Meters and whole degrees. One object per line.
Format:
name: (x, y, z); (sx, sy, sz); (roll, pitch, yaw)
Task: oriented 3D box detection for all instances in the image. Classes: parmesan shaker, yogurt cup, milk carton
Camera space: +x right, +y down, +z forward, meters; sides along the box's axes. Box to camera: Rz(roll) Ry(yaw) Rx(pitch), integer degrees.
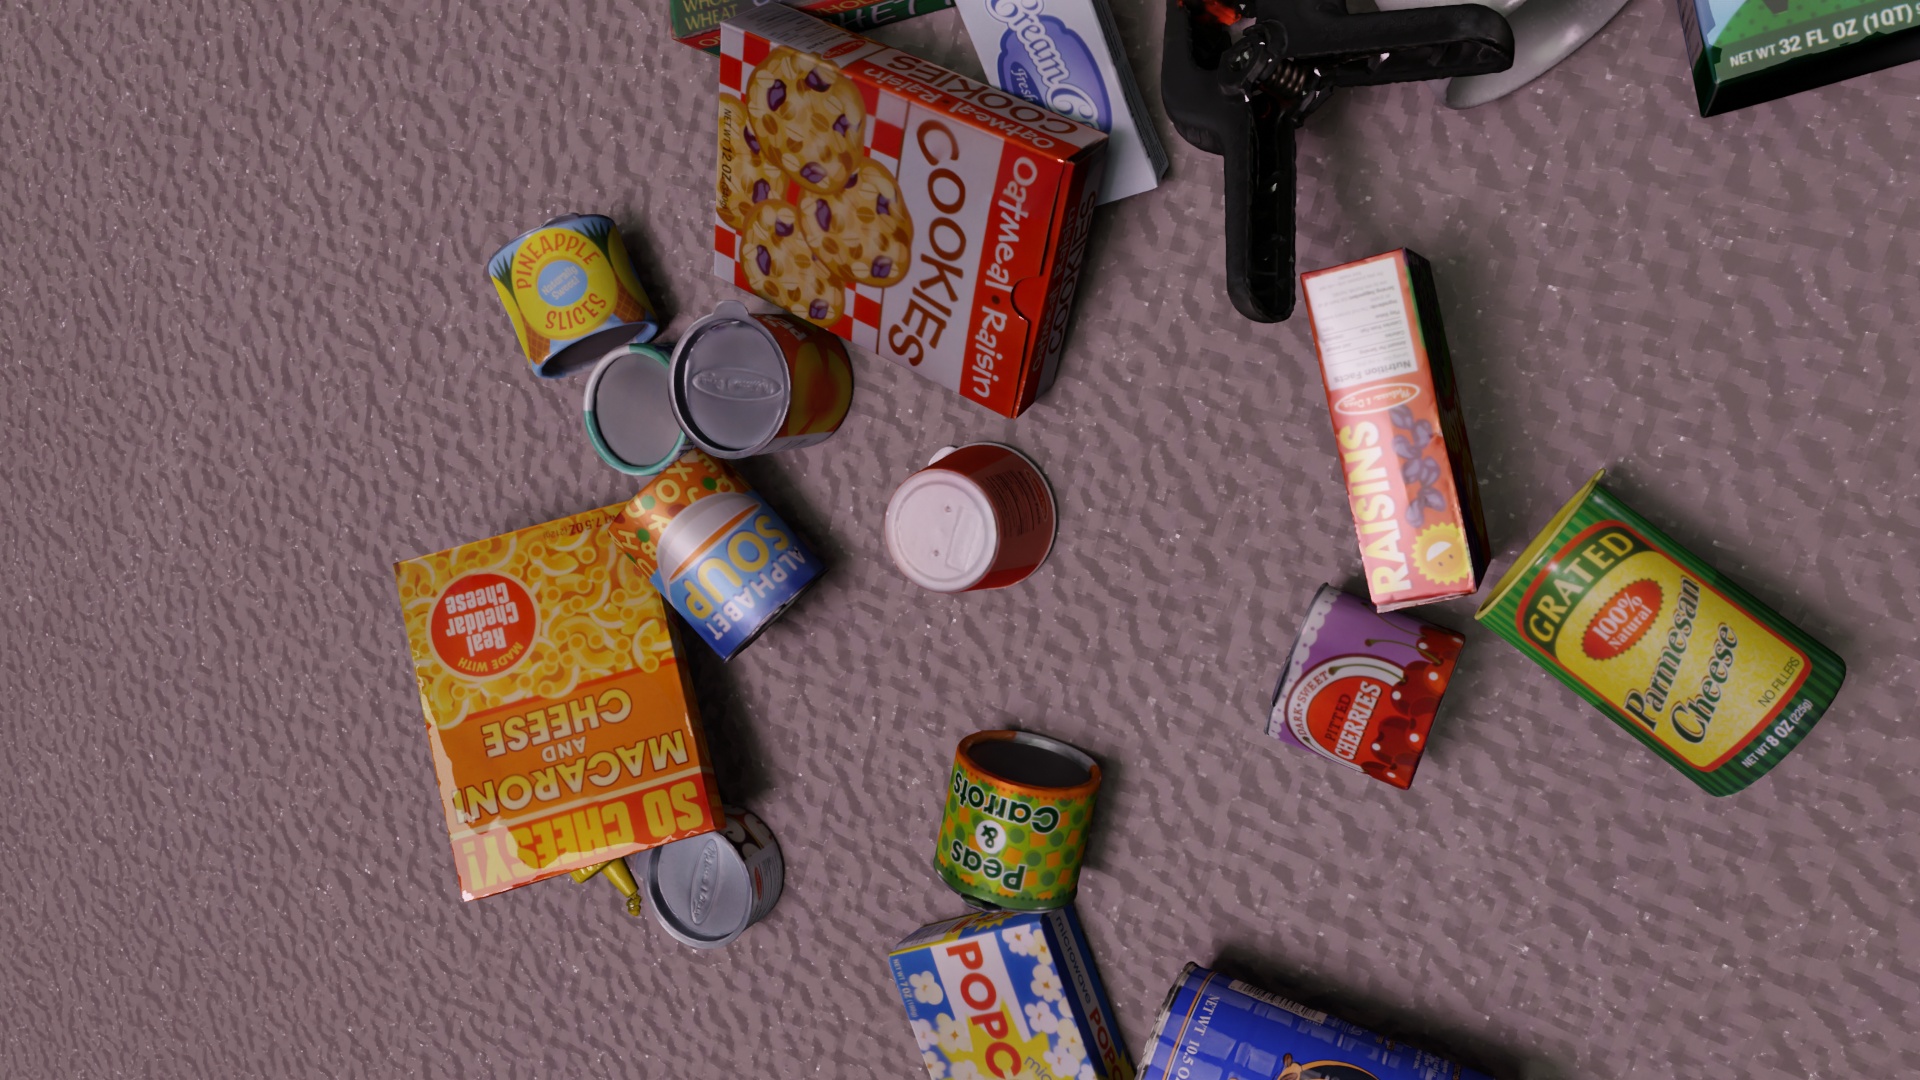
parmesan shaker: (0.251, 0.033, 0.500); (0.103, 0.071, 0.071); (40, 111, 15)
yogurt cup: (0.002, -0.008, 0.615); (0.072, 0.054, 0.072); (4, 100, 24)
milk carton: (0.263, -0.246, 0.452); (0.072, 0.073, 0.190); (-12, 92, 26)

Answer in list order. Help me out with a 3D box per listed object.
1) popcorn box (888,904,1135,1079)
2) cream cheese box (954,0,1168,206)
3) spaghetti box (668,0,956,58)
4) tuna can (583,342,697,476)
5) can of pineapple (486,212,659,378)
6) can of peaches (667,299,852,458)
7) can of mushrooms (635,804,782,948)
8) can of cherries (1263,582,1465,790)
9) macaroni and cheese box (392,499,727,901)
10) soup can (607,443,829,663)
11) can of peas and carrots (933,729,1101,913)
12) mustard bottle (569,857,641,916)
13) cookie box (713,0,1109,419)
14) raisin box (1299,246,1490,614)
popcorn box: (0.029, 0.236, 0.645); (0.085, 0.038, 0.126); (-21, 88, 25)
cream cheese box: (0.042, -0.186, 0.563); (0.053, 0.024, 0.103); (-12, 122, 27)
spaghetti box: (-0.010, -0.247, 0.590); (0.250, 0.050, 0.028); (-4, 94, 25)
tuna can: (-0.150, -0.063, 0.689); (0.071, 0.033, 0.071); (4, 98, 25)
can of pineapple: (-0.189, -0.119, 0.679); (0.071, 0.071, 0.058); (-26, 87, 25)
can of peaches: (-0.092, -0.075, 0.647); (0.071, 0.058, 0.071); (4, 98, 25)
can of mushrooms: (-0.128, 0.170, 0.710); (0.071, 0.033, 0.071); (4, 100, 24)
can of cherries: (0.158, 0.058, 0.543); (0.058, 0.072, 0.071); (22, 106, 20)
macaroni and cheese box: (-0.195, 0.077, 0.680); (0.124, 0.040, 0.166); (-15, 79, -4)
soup can: (-0.114, 0.005, 0.652); (0.084, 0.071, 0.071); (47, 114, -1)
can of peas and carrots: (0.024, 0.123, 0.613); (0.071, 0.071, 0.058); (16, 103, 22)
mustard bottle: (-0.209, 0.126, 0.726); (0.160, 0.065, 0.048); (54, 139, 4)
cookie box: (-0.029, -0.140, 0.593); (0.167, 0.040, 0.122); (28, 134, 19)
raisin box: (0.164, -0.042, 0.518); (0.040, 0.086, 0.123); (-12, 92, 24)
